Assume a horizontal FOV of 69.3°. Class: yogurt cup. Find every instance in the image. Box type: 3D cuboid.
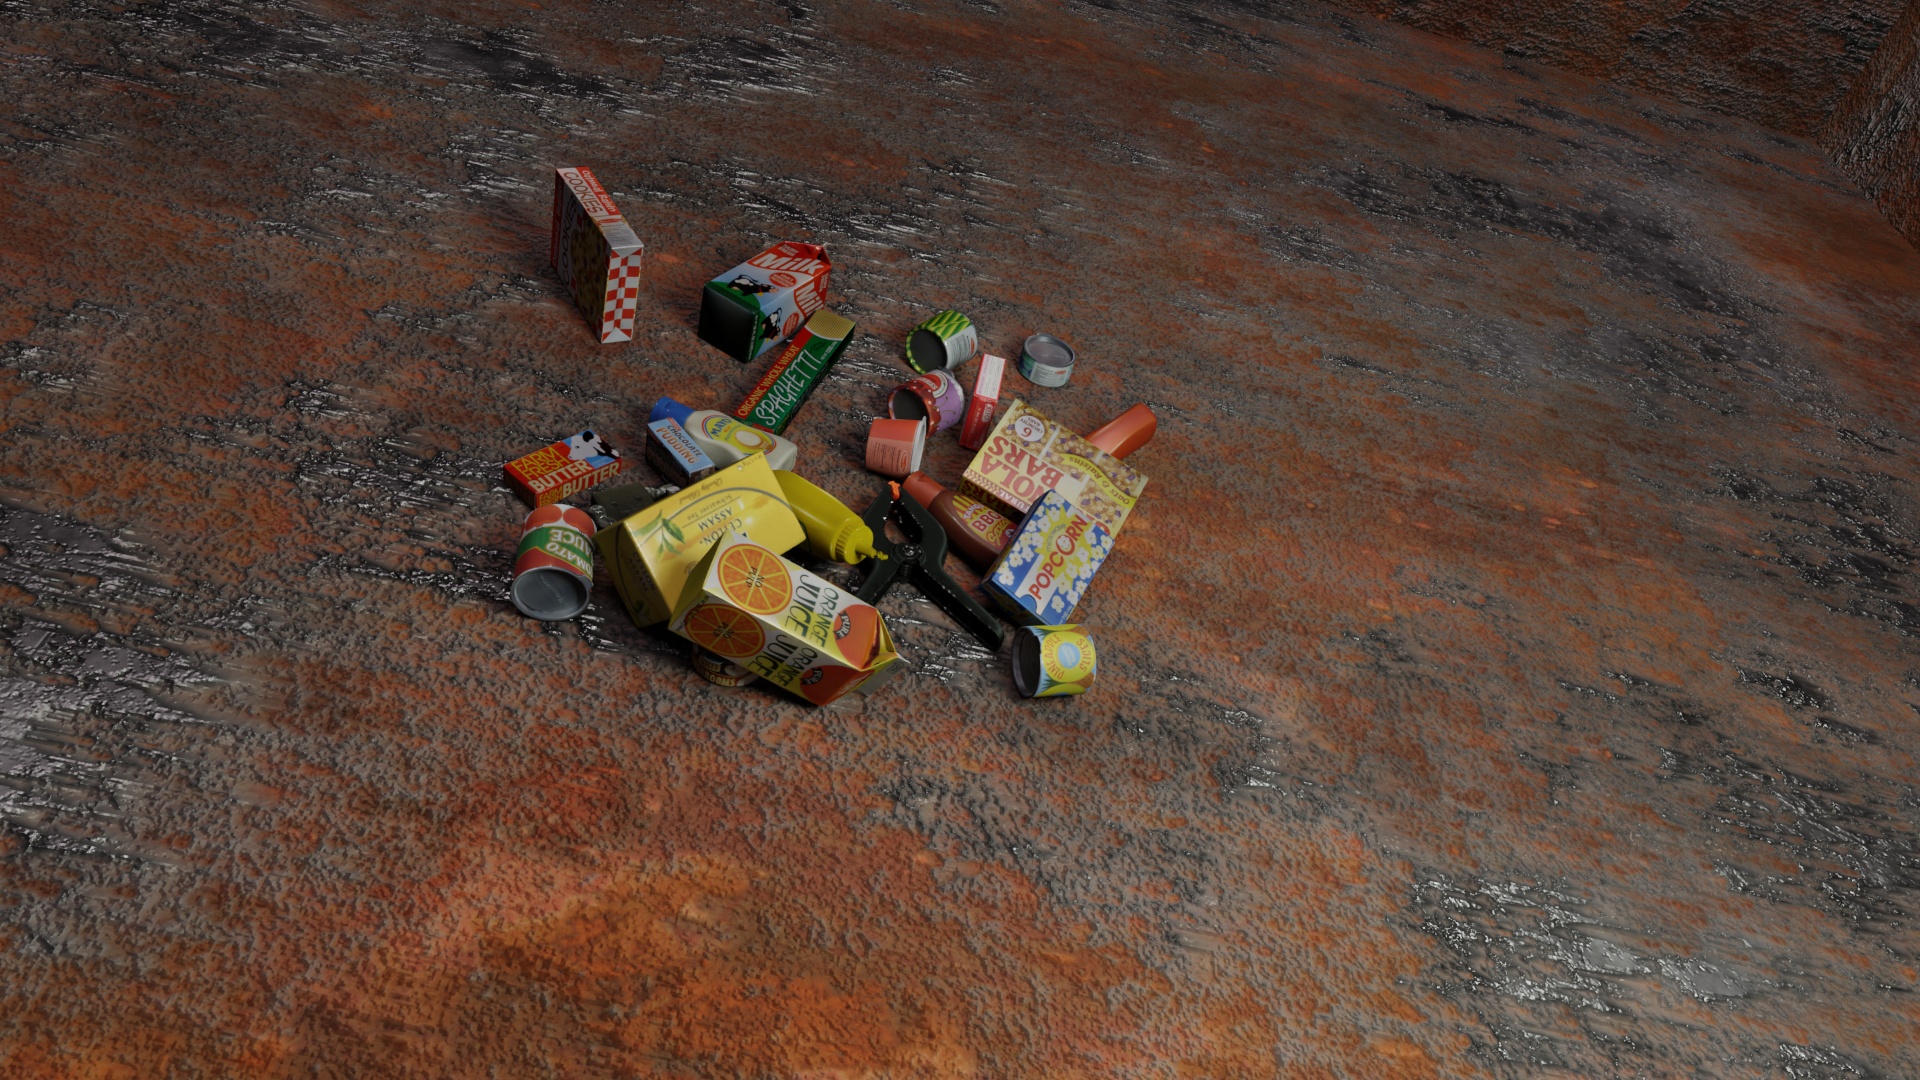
[{"bbox_3d":[-0.069,-0.097,1.459,0.054,0.072,0.073,10,40,3],"label":"yogurt cup"}]

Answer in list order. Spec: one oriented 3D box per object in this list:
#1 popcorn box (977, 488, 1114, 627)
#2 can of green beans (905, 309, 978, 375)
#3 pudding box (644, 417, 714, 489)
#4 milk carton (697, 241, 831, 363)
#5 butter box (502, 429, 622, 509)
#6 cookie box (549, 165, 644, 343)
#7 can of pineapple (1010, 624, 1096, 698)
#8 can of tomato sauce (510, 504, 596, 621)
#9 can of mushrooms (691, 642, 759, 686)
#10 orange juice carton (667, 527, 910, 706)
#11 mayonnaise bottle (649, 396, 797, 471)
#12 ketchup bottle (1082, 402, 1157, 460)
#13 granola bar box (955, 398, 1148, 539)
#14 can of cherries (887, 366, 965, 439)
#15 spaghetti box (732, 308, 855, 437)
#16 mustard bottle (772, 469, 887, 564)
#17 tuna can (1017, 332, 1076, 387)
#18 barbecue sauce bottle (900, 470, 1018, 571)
[{"bbox_3d":[0.084,0.023,1.349,0.085,0.038,0.127,40,59,-10],"label":"popcorn box"},{"bbox_3d":[-0.022,-0.229,1.622,0.071,0.070,0.058,35,43,19],"label":"can of green beans"},{"bbox_3d":[-0.277,-0.077,1.369,0.030,0.049,0.084,-21,54,-35],"label":"pudding box"},{"bbox_3d":[-0.214,-0.285,1.610,0.073,0.072,0.191,31,41,15],"label":"milk carton"},{"bbox_3d":[-0.384,-0.069,1.340,0.053,0.024,0.104,36,43,21],"label":"butter box"},{"bbox_3d":[-0.405,-0.318,1.538,0.040,0.122,0.168,-13,49,-33],"label":"cookie box"},{"bbox_3d":[0.086,0.110,1.276,0.058,0.070,0.071,-1,44,-22],"label":"can of pineapple"},{"bbox_3d":[-0.354,0.018,1.219,0.071,0.070,0.083,6,41,-14],"label":"can of tomato sauce"},{"bbox_3d":[-0.202,0.095,1.215,0.071,0.033,0.071,11,41,-9],"label":"can of mushrooms"},{"bbox_3d":[-0.141,0.076,1.183,0.192,0.071,0.073,30,44,-18],"label":"orange juice carton"},{"bbox_3d":[-0.244,-0.101,1.415,0.148,0.041,0.065,25,42,7],"label":"mayonnaise bottle"},{"bbox_3d":[0.154,-0.099,1.547,0.149,0.064,0.043,-33,75,-33],"label":"ketchup bottle"},{"bbox_3d":[0.096,-0.057,1.454,0.165,0.039,0.125,31,57,4],"label":"granola bar box"},{"bbox_3d":[-0.038,-0.150,1.523,0.071,0.071,0.059,39,45,23],"label":"can of cherries"},{"bbox_3d":[-0.183,-0.182,1.539,0.050,0.028,0.251,21,40,5],"label":"spaghetti box"},{"bbox_3d":[-0.132,-0.015,1.320,0.160,0.065,0.049,26,53,32],"label":"mustard bottle"},{"bbox_3d":[0.104,-0.219,1.682,0.071,0.032,0.071,11,41,-9],"label":"tuna can"},{"bbox_3d":[0.005,-0.018,1.410,0.149,0.043,0.065,34,37,19],"label":"barbecue sauce bottle"}]
